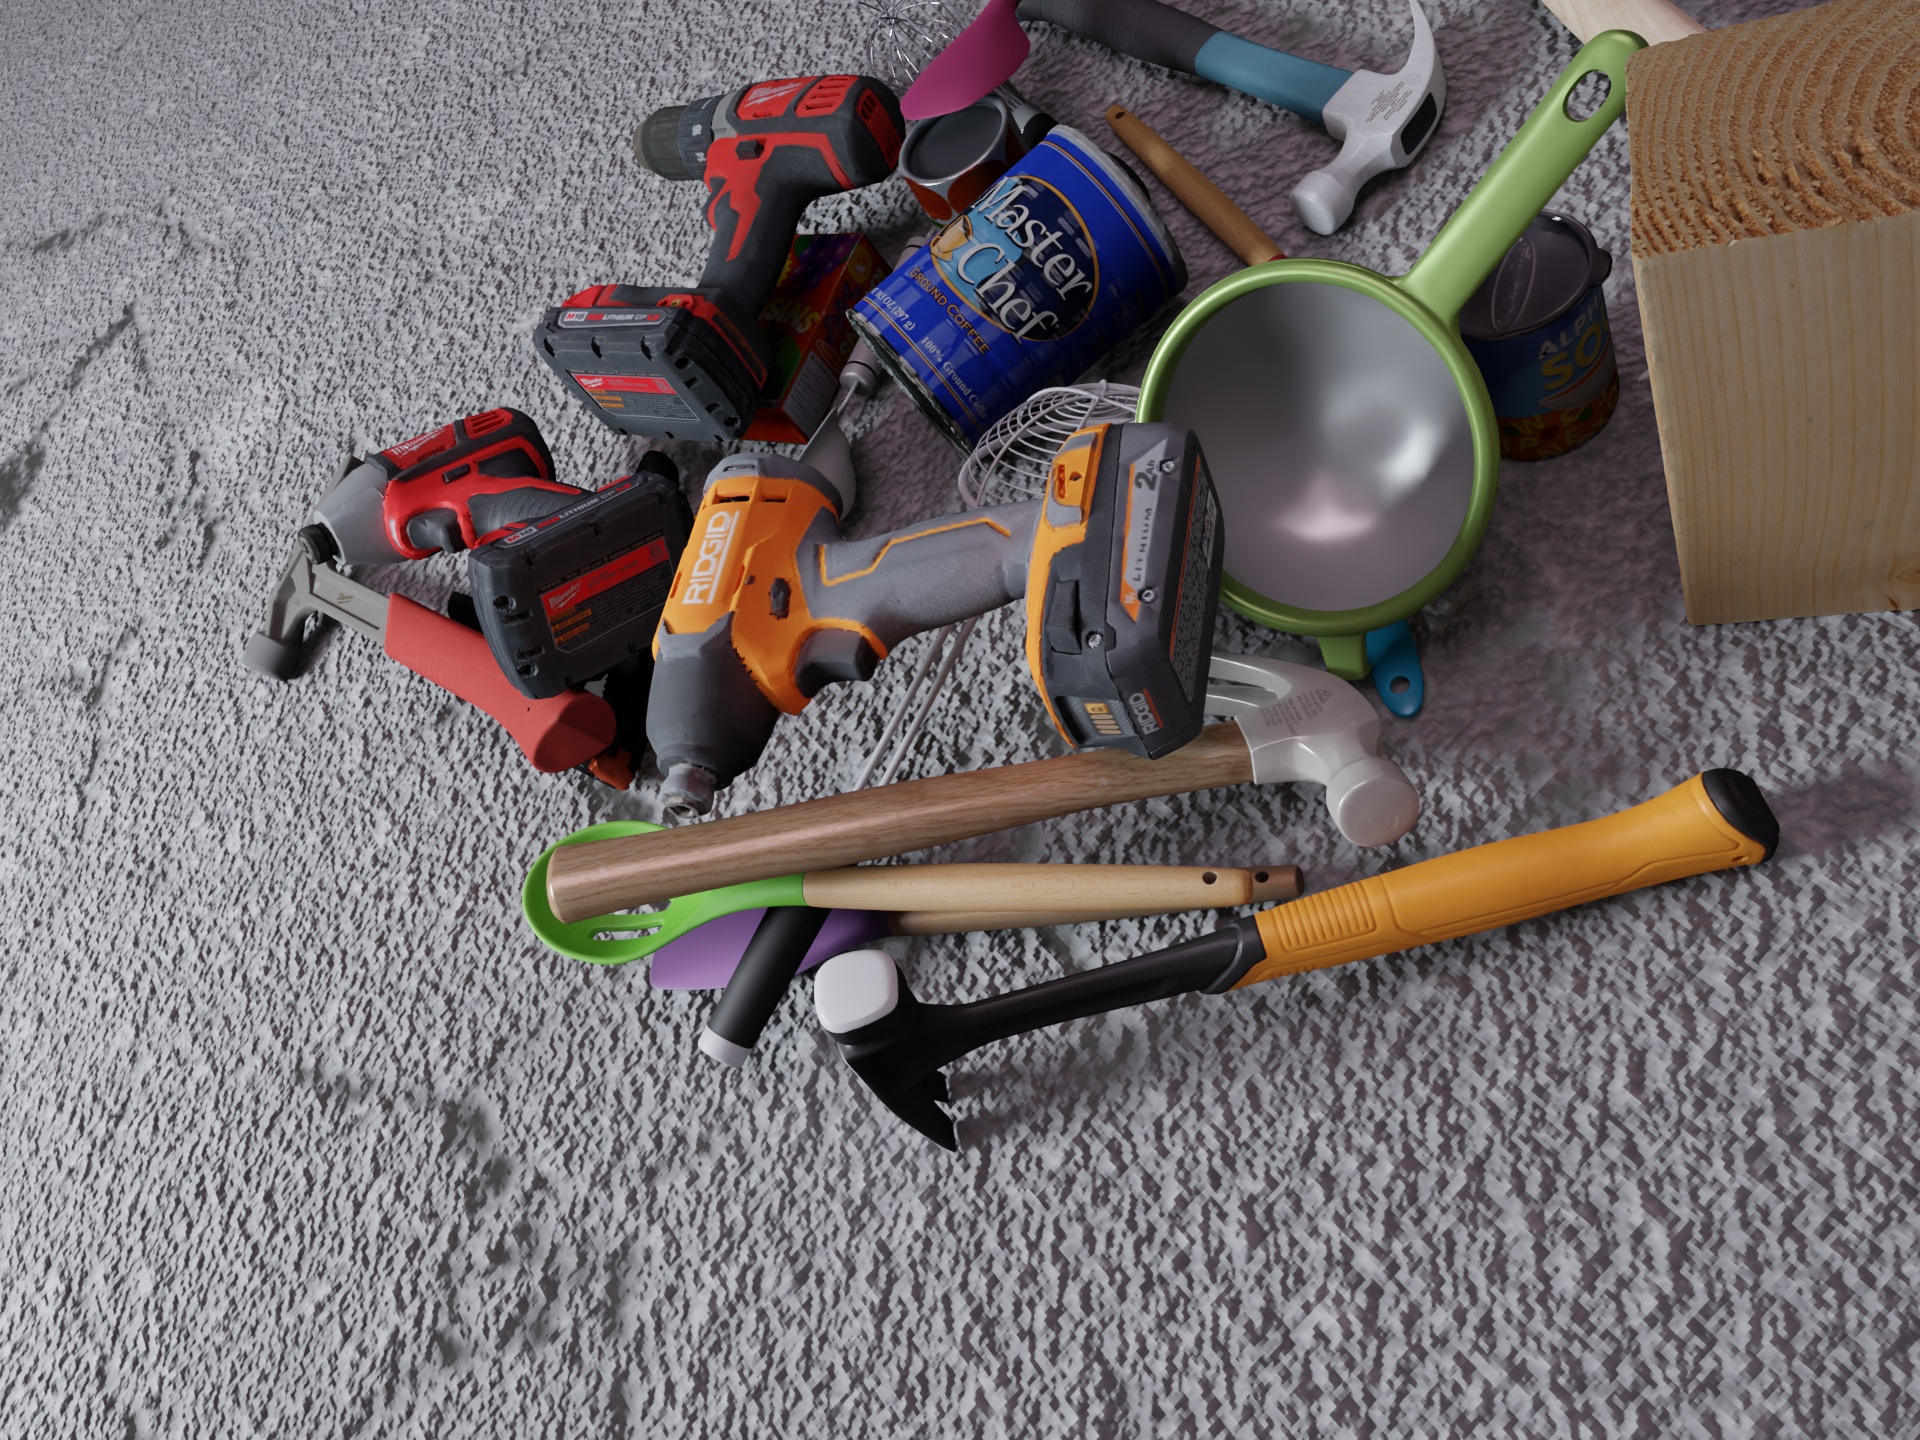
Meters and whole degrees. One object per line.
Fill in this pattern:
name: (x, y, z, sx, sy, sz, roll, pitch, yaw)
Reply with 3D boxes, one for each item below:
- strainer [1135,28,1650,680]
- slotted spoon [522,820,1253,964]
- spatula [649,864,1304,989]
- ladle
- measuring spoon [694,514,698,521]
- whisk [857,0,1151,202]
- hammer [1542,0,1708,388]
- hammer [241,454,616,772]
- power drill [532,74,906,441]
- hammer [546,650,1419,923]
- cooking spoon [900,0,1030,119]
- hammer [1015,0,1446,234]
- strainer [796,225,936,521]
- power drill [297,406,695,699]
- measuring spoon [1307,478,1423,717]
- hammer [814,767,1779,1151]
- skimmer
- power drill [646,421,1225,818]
strainer: (0.175, -0.148, 0.613, 0.151, 0.069, 0.256, 44, 129, 11)
slotted spoon: (-0.038, 0.070, 0.647, 0.314, 0.031, 0.070, -3, 54, 21)
spatula: (-0.006, 0.083, 0.695, 0.316, 0.018, 0.060, -8, 56, 26)
ladle: (0.144, -0.240, 0.801, 0.069, 0.031, 0.316, -33, 49, 5)
measuring spoon: (-0.144, -0.068, 0.869, 0.021, 0.011, 0.117, -18, 55, 19)
whisk: (0.024, -0.360, 0.927, 0.070, 0.070, 0.285, -41, 55, 2)
hammer: (0.297, -0.318, 0.736, 0.146, 0.038, 0.411, -53, 33, 37)
hammer: (-0.298, -0.053, 0.898, 0.359, 0.036, 0.149, 21, 83, 43)
power drill: (-0.150, -0.274, 0.906, 0.188, 0.080, 0.227, 11, 66, 34)
hammer: (0.000, 0.032, 0.634, 0.331, 0.031, 0.130, -11, 28, 1)
cooking spoon: (0.034, -0.433, 0.926, 0.069, 0.017, 0.319, -2, 46, 27)
hammer: (0.130, -0.374, 0.885, 0.128, 0.033, 0.331, -46, 50, -2)
strainer: (-0.057, -0.180, 0.870, 0.259, 0.050, 0.087, -68, 11, -25)
power drill: (-0.244, -0.096, 0.828, 0.143, 0.078, 0.220, -32, 41, -30)
measuring spoon: (0.173, -0.058, 0.675, 0.042, 0.021, 0.129, -20, 53, 19)
hammer: (0.123, 0.084, 0.584, 0.337, 0.127, 0.034, -17, 53, 8)
skimmer: (-0.001, -0.002, 0.724, 0.127, 0.090, 0.363, 25, 83, 36)
power drill: (-0.019, -0.036, 0.630, 0.226, 0.084, 0.164, -2, 57, 23)
